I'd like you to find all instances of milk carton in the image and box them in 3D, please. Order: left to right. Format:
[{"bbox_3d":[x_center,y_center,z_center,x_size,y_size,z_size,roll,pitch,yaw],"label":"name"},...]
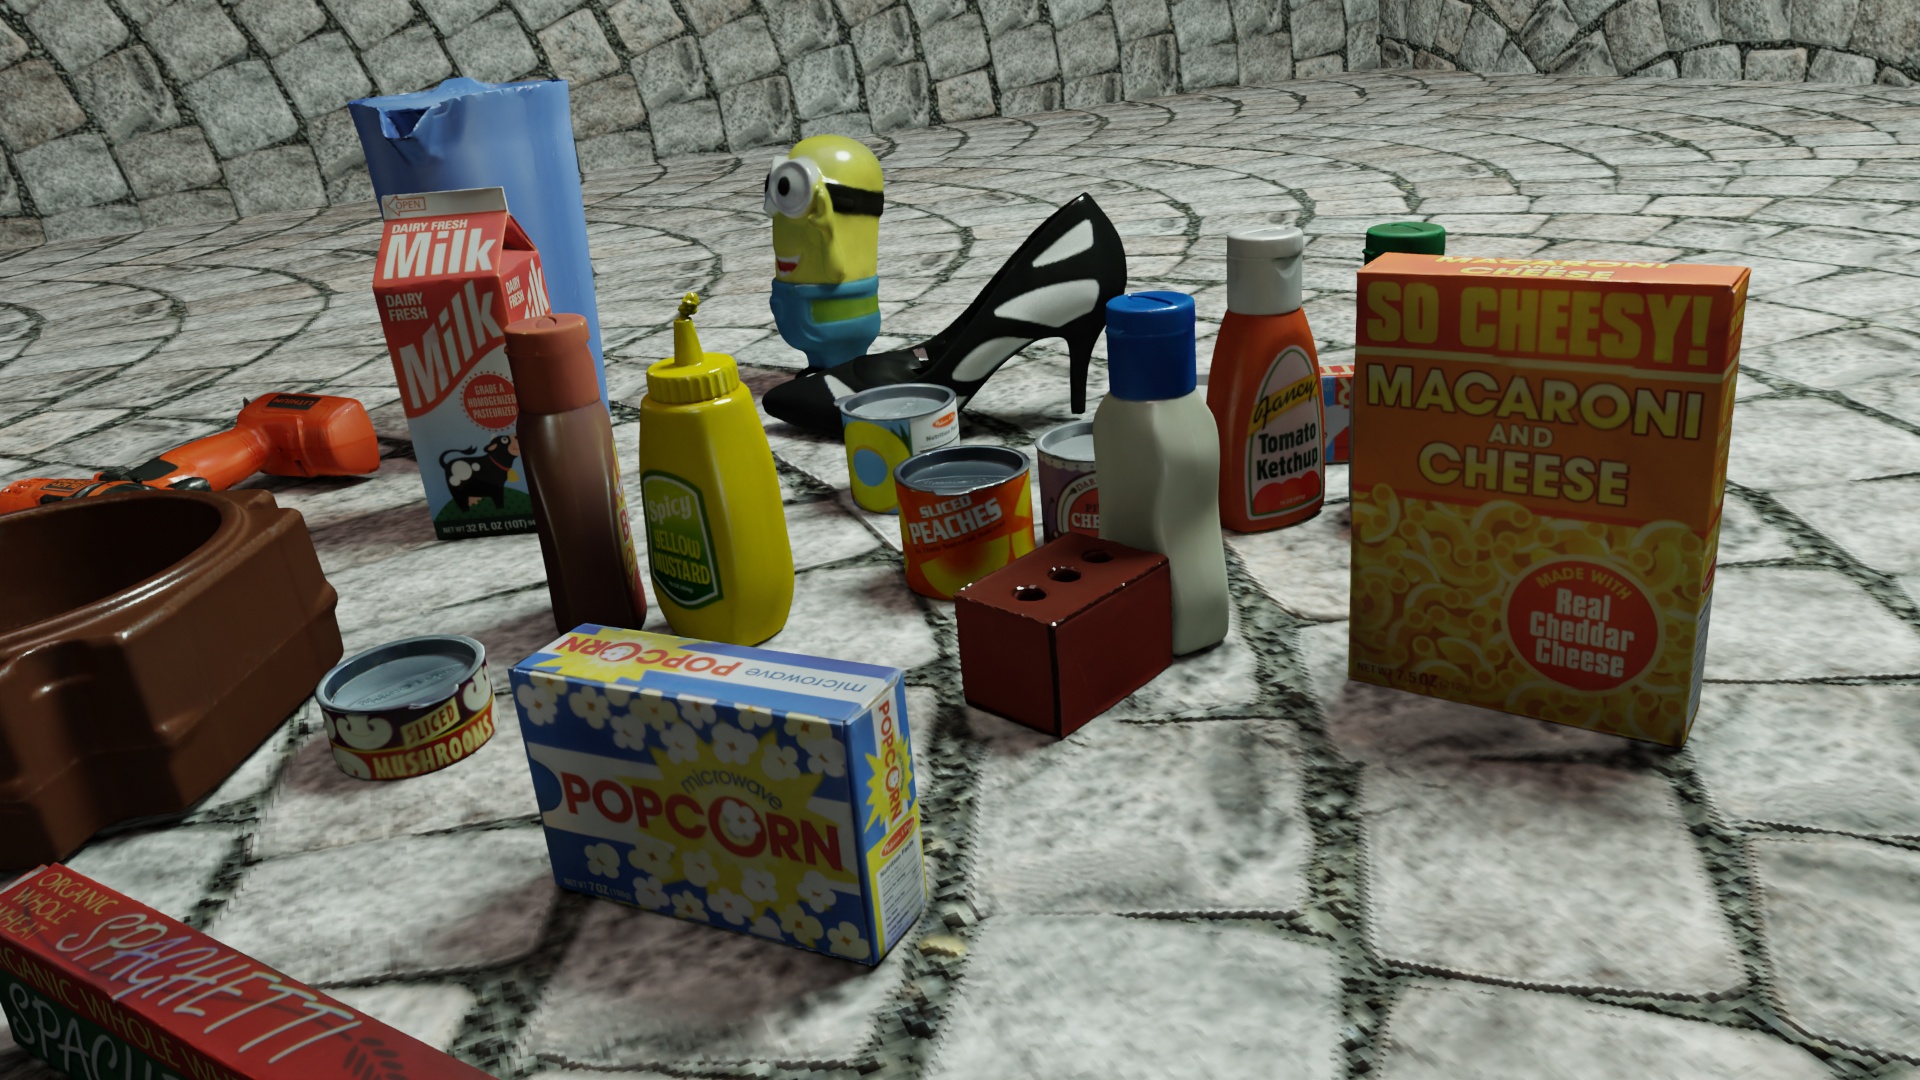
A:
[{"bbox_3d":[-0.275,-0.103,0.793,0.072,0.189,0.074,-4,22,3],"label":"milk carton"}]

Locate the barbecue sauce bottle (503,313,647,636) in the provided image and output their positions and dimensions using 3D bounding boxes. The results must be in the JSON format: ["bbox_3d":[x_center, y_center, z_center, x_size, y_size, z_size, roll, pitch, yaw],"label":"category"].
[{"bbox_3d":[-0.179,-0.029,0.645,0.044,0.148,0.065,-11,22,-14],"label":"barbecue sauce bottle"}]

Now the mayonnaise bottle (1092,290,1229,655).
[{"bbox_3d":[0.083,-0.029,0.586,0.041,0.147,0.065,-16,24,-25],"label":"mayonnaise bottle"}]

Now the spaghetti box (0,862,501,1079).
[{"bbox_3d":[-0.178,0.140,0.359,0.250,0.050,0.029,9,26,31],"label":"spaghetti box"}]

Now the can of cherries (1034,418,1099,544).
[{"bbox_3d":[0.072,-0.023,0.694,0.071,0.058,0.072,-5,22,2],"label":"can of cherries"}]

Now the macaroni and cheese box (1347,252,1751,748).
[{"bbox_3d":[0.208,-0.018,0.507,0.124,0.165,0.040,10,26,33],"label":"macaroni and cheese box"}]

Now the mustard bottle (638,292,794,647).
[{"bbox_3d":[-0.114,-0.031,0.620,0.065,0.159,0.049,11,27,35],"label":"mustard bottle"}]

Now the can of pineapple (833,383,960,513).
[{"bbox_3d":[-0.034,-0.053,0.792,0.071,0.057,0.071,-5,22,2],"label":"can of pineapple"}]

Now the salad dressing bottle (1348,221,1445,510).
[{"bbox_3d":[0.216,-0.080,0.681,0.044,0.147,0.064,-8,22,-7],"label":"salad dressing bottle"}]

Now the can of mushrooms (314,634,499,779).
[{"bbox_3d":[-0.225,0.068,0.569,0.071,0.033,0.071,-5,22,2],"label":"can of mushrooms"}]

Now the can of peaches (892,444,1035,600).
[{"bbox_3d":[0.002,-0.008,0.673,0.071,0.057,0.071,-5,22,2],"label":"can of peaches"}]

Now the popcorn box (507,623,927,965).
[{"bbox_3d":[-0.076,0.078,0.443,0.127,0.085,0.038,5,24,25],"label":"popcorn box"}]

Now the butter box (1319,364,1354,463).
[{"bbox_3d":[0.227,-0.072,0.786,0.103,0.053,0.024,-3,22,5],"label":"butter box"}]

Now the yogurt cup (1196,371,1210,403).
[{"bbox_3d":[0.135,-0.060,0.777,0.072,0.053,0.073,-5,22,2],"label":"yogurt cup"}]

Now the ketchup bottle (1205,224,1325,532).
[{"bbox_3d":[0.153,-0.082,0.699,0.065,0.148,0.043,-16,24,-24],"label":"ketchup bottle"}]
